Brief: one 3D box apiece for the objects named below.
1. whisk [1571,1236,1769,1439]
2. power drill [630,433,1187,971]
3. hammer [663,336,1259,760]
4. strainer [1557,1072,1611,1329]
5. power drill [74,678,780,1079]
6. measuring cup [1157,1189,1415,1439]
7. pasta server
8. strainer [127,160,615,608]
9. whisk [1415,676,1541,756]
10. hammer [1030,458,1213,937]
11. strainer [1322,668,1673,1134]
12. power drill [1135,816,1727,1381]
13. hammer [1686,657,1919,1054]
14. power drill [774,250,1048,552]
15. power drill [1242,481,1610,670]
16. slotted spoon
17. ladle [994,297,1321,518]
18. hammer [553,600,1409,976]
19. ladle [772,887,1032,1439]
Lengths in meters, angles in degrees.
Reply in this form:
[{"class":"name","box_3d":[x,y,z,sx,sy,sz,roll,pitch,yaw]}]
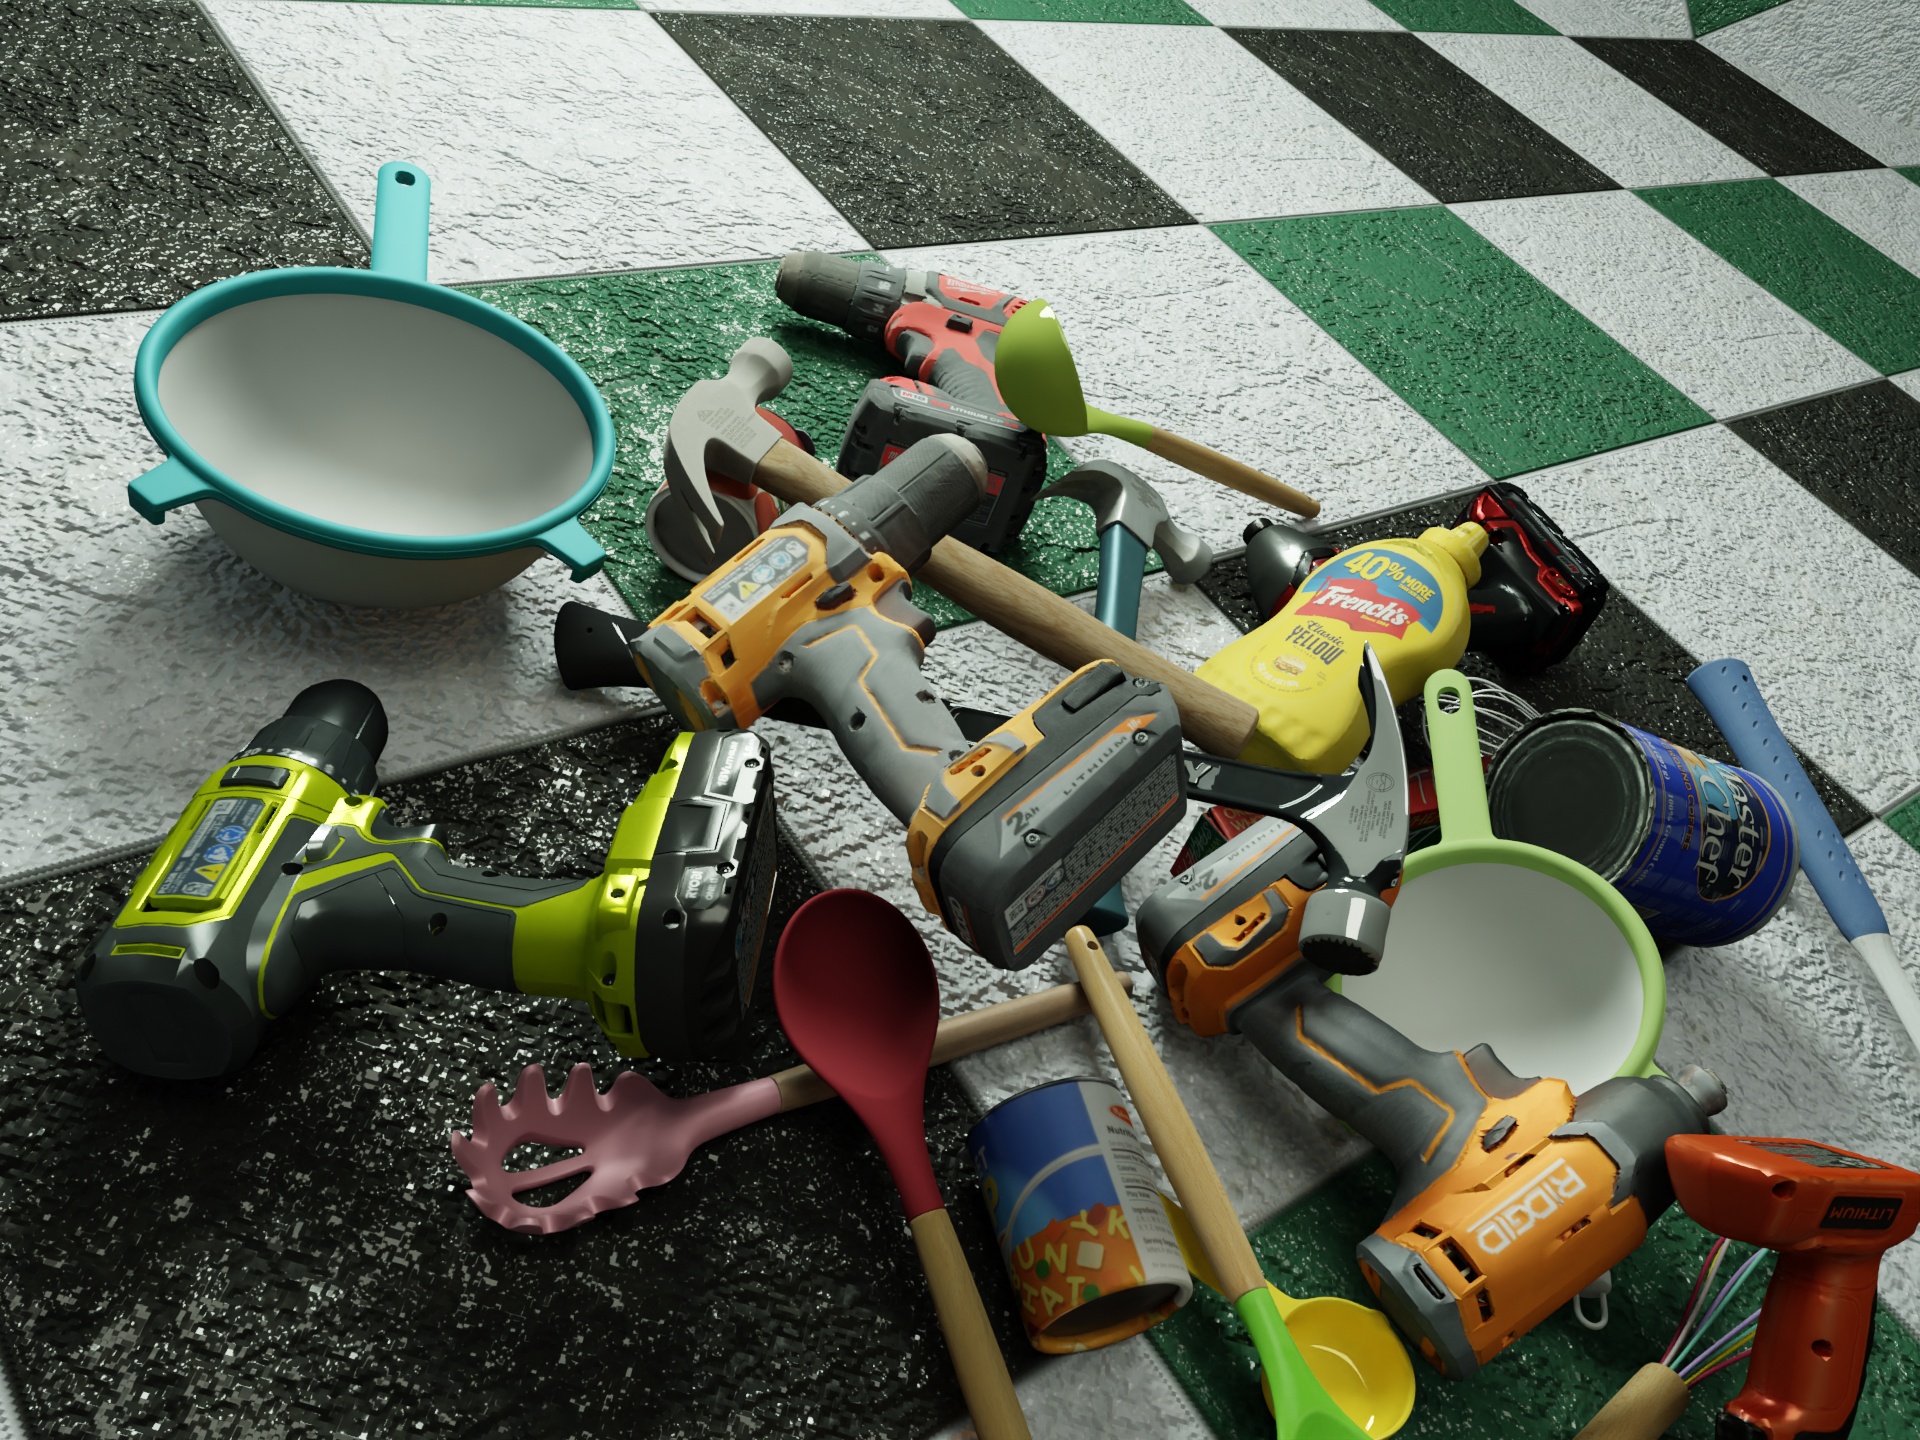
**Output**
[{"class":"whisk","box_3d":[0.311,0.274,0.682,0.245,0.051,0.047,-22,38,-34]},{"class":"power drill","box_3d":[-0.006,-0.024,0.676,0.185,0.084,0.226,-41,57,-18]},{"class":"hammer","box_3d":[-0.001,-0.072,0.798,0.331,0.031,0.130,31,51,2]},{"class":"strainer","box_3d":[0.300,0.173,0.775,0.087,0.050,0.259,17,46,-1]},{"class":"power drill","box_3d":[-0.189,0.052,0.614,0.228,0.080,0.191,2,37,2]},{"class":"measuring cup","box_3d":[0.108,0.233,0.641,0.157,0.029,0.062,34,48,25]},{"class":"pasta server","box_3d":[-0.050,0.142,0.647,0.316,0.040,0.060,-10,60,-34]},{"class":"strainer","box_3d":[-0.293,-0.166,0.807,0.211,0.095,0.341,6,43,-23]},{"class":"whisk","box_3d":[0.380,0.037,0.944,0.246,0.059,0.058,23,80,-7]},{"class":"hammer","box_3d":[0.081,-0.021,0.854,0.128,0.033,0.331,38,41,-26]},{"class":"strainer","box_3d":[0.254,0.094,0.786,0.151,0.069,0.257,-7,53,15]},{"class":"power drill","box_3d":[0.198,0.138,0.682,0.164,0.084,0.227,-33,55,-8]},{"class":"hammer","box_3d":[0.518,0.133,0.889,0.144,0.035,0.406,4,51,-21]},{"class":"power drill","box_3d":[-0.031,-0.215,0.991,0.188,0.080,0.227,15,40,-11]},{"class":"power drill","box_3d":[0.284,-0.083,1.002,0.219,0.078,0.143,-11,53,-29]},{"class":"slotted spoon","box_3d":[0.105,0.204,0.626,0.070,0.031,0.314,3,41,-29]},{"class":"ladle","box_3d":[0.137,-0.175,0.970,0.320,0.062,0.078,12,47,-44]},{"class":"hammer","box_3d":[-0.001,-0.002,0.726,0.409,0.036,0.149,12,60,14]},{"class":"ladle","box_3d":[-0.002,0.207,0.585,0.069,0.031,0.316,-10,61,-24]}]
